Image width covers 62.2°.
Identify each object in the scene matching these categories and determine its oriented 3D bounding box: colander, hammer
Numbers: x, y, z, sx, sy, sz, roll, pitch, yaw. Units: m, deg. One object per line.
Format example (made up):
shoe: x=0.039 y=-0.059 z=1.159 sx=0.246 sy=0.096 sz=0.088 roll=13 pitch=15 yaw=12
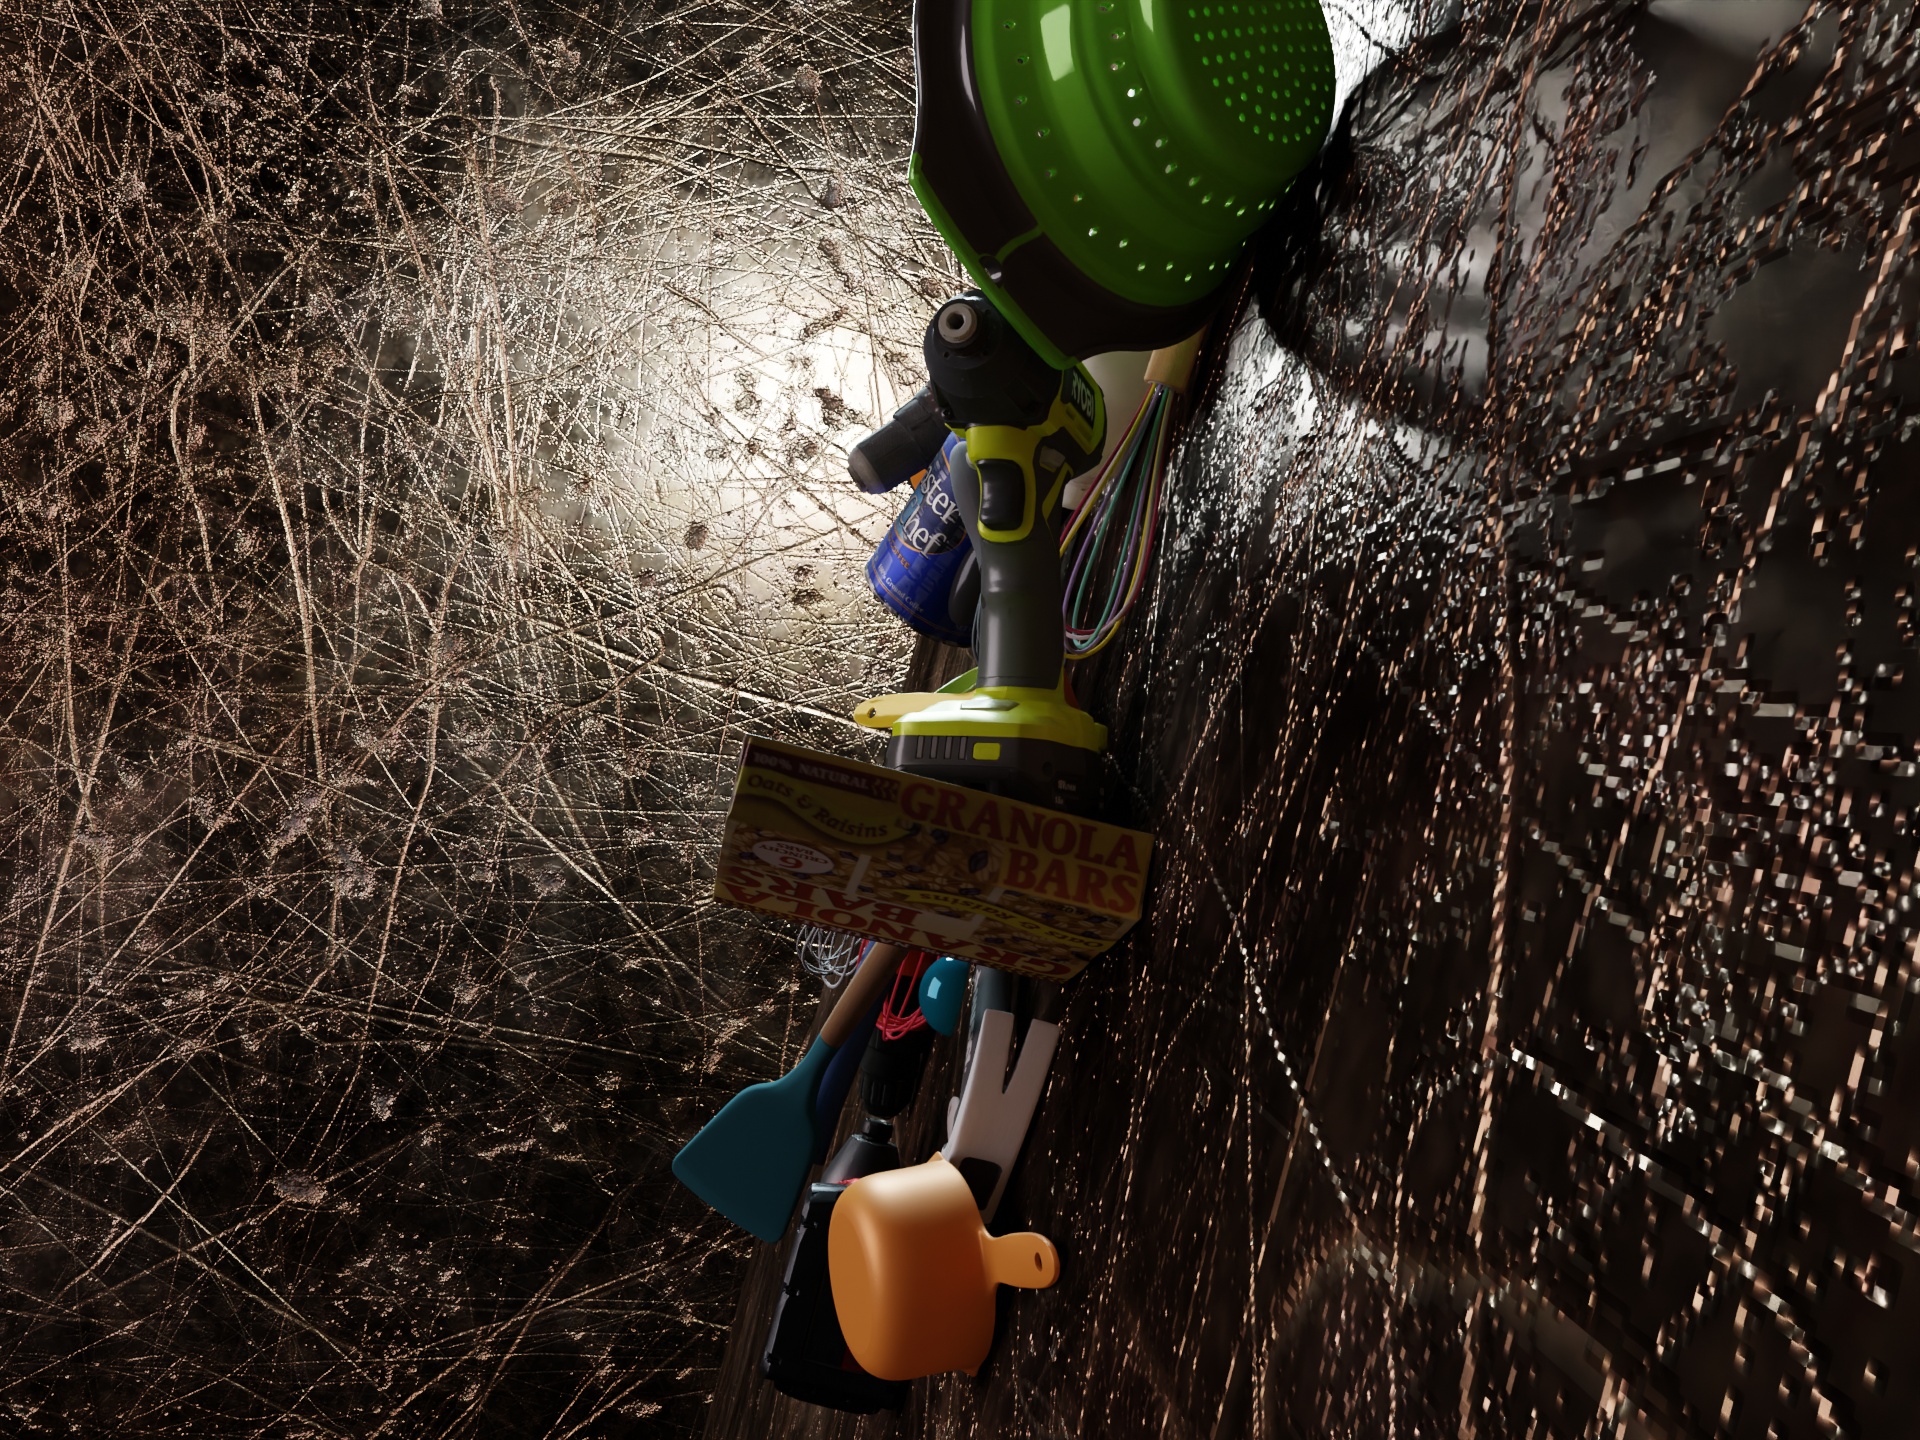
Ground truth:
colander: x=0.122 y=-0.325 z=0.690 sx=0.094 sy=0.204 sz=0.397 roll=-8 pitch=44 yaw=48
hammer: x=0.021 y=0.112 z=0.853 sx=0.335 sy=0.035 sz=0.146 roll=-82 pitch=8 yaw=-55
hammer: x=-0.026 y=0.088 z=1.028 sx=0.144 sy=0.035 sz=0.405 roll=84 pitch=-152 yaw=-80

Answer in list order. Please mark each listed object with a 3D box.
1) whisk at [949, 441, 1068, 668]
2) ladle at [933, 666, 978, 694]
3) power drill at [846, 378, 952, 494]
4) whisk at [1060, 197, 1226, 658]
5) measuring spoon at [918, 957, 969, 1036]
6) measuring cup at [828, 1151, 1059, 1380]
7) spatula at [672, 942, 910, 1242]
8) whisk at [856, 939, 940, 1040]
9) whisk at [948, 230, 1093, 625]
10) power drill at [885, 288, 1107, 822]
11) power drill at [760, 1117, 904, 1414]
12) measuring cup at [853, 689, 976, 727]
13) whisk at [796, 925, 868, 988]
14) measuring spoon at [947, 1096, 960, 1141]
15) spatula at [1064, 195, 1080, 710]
whisk: x=0.020 y=-0.094 z=0.951 sx=0.239 sy=0.055 sz=0.055 roll=-103 pitch=24 yaw=-44
ladle: x=0.044 y=-0.124 z=1.194 sx=0.320 sy=0.062 sz=0.078 roll=-69 pitch=-9 yaw=28
power drill: x=0.000 y=-0.212 z=1.237 sx=0.185 sy=0.084 sz=0.226 roll=-34 pitch=-8 yaw=-5
whisk: x=0.092 y=-0.147 z=0.795 sx=0.051 sy=0.047 sz=0.245 roll=-115 pitch=44 yaw=-84
measuring spoon: x=-0.016 y=0.143 z=0.836 sx=0.128 sy=0.021 sz=0.042 roll=127 pitch=157 yaw=-77
measuring cup: x=-0.012 y=0.227 z=0.655 sx=0.173 sy=0.052 sz=0.095 roll=135 pitch=129 yaw=-64
spatula: x=-0.066 y=0.175 z=0.930 sx=0.317 sy=0.082 sz=0.044 roll=-58 pitch=-6 yaw=26
whisk: x=-0.004 y=0.082 z=1.117 sx=0.073 sy=0.073 sz=0.296 roll=126 pitch=164 yaw=-77
whisk: x=0.056 y=-0.185 z=1.013 sx=0.070 sy=0.070 sz=0.284 roll=-88 pitch=22 yaw=-69
power drill: x=0.019 y=-0.068 z=0.705 sx=0.171 sy=0.080 sz=0.223 roll=16 pitch=-105 yaw=-73
power drill: x=-0.065 y=0.323 z=0.968 sx=0.219 sy=0.078 sz=0.143 roll=119 pitch=166 yaw=-81
measuring cup: x=-0.002 y=-0.003 z=0.971 sx=0.156 sy=0.029 sz=0.062 roll=-2 pitch=69 yaw=41
whisk: x=-0.062 y=0.095 z=1.110 sx=0.059 sy=0.057 sz=0.246 roll=-114 pitch=37 yaw=-45
measuring spoon: x=-0.009 y=0.239 z=0.890 sx=0.124 sy=0.018 sz=0.034 roll=-98 pitch=24 yaw=-79
spatula: x=0.049 y=-0.153 z=0.851 sx=0.081 sy=0.041 sz=0.323 roll=17 pitch=-102 yaw=-58
